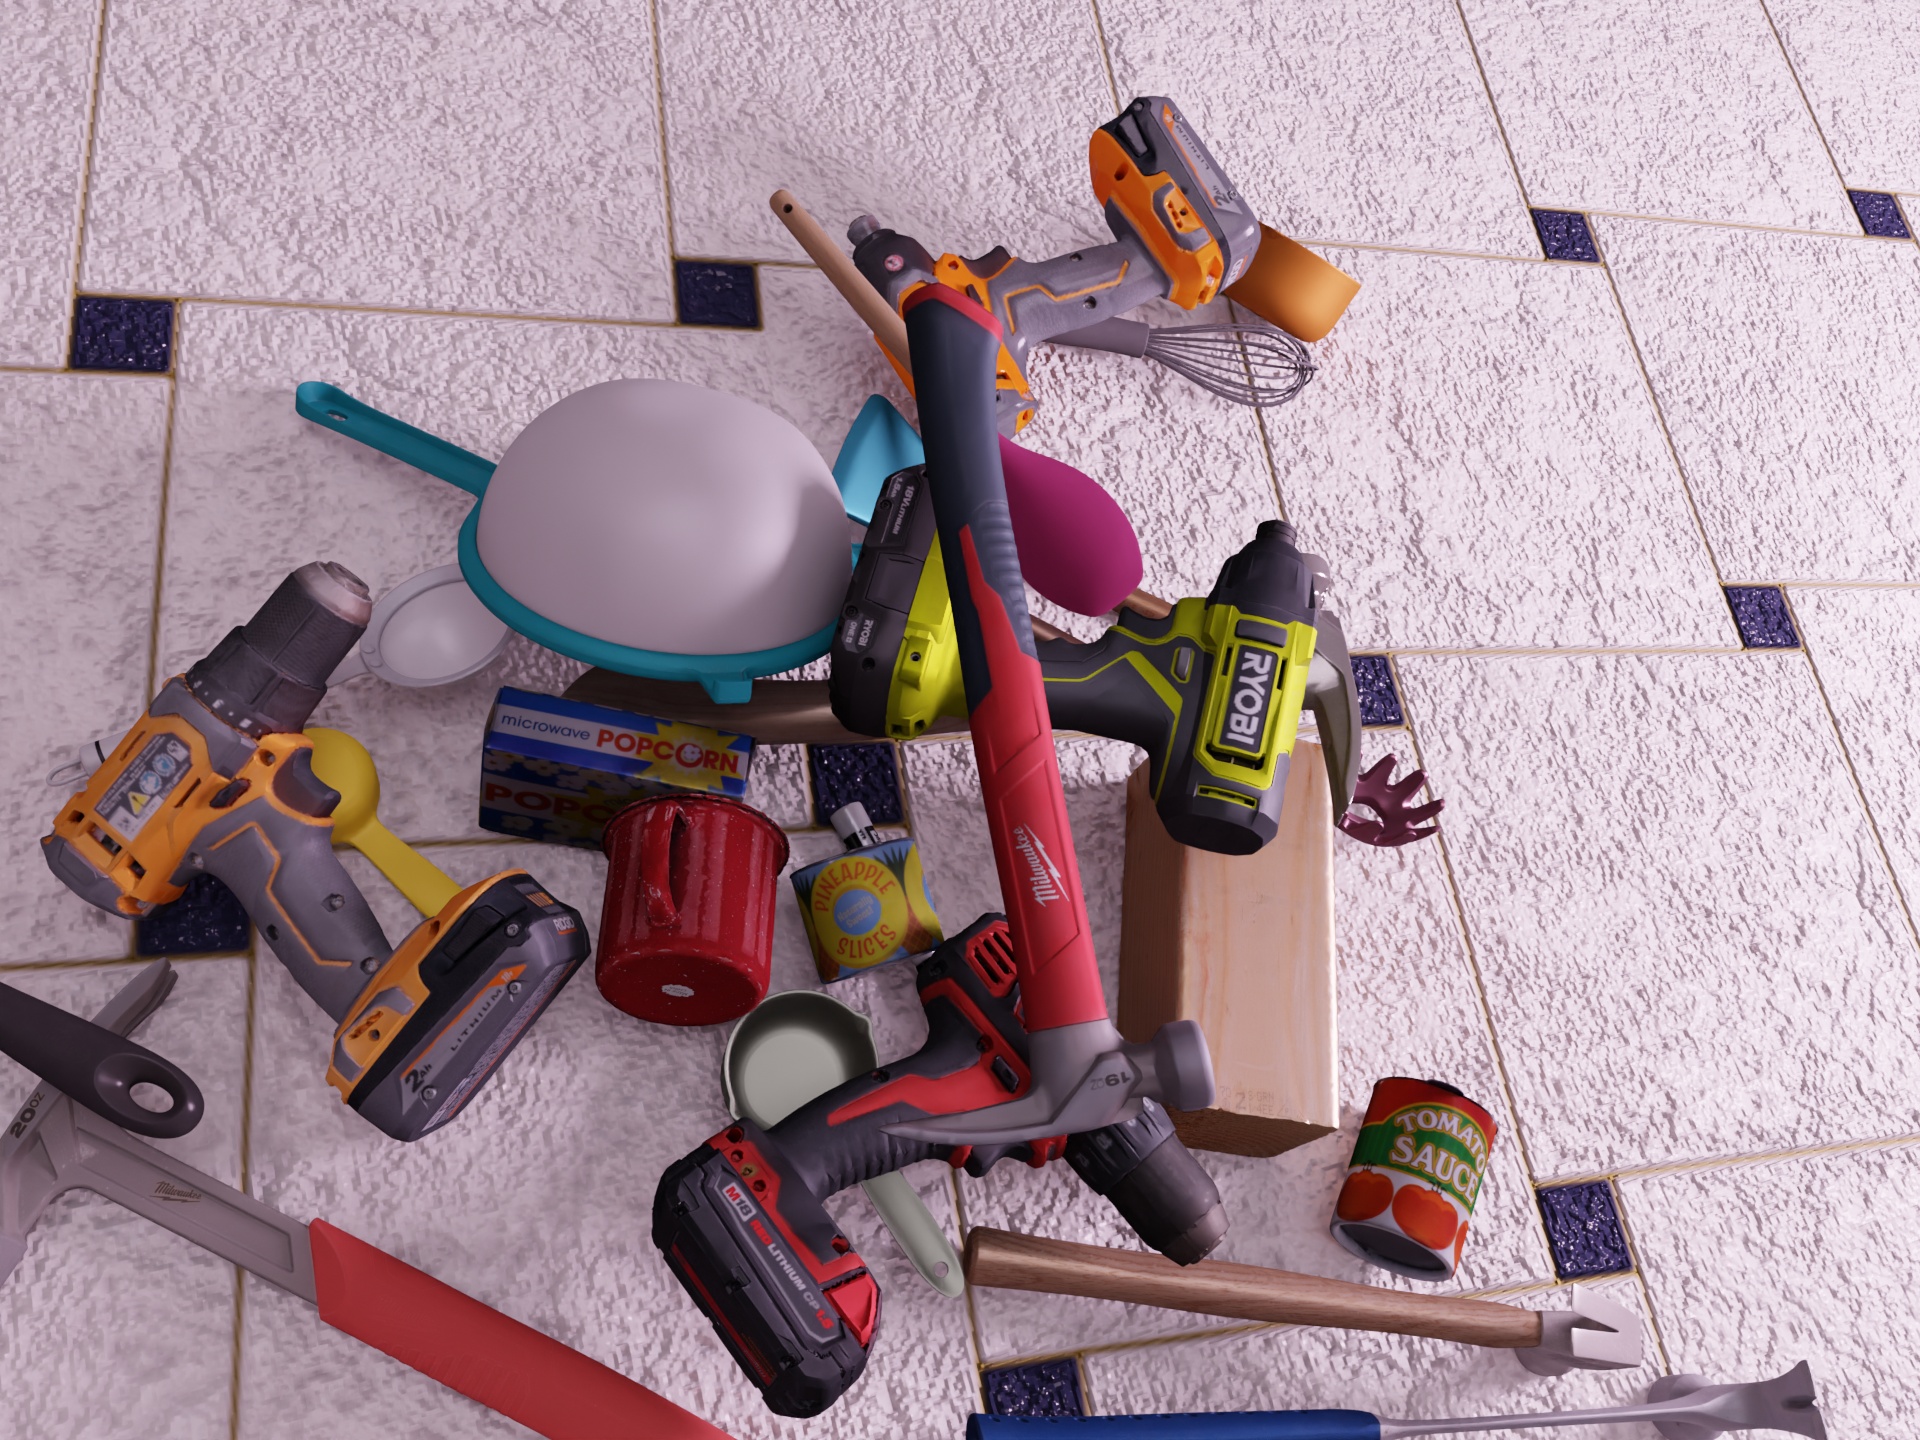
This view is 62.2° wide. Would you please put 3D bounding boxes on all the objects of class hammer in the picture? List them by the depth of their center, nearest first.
[{"bbox_3d":[-0.244,0.249,0.699,0.359,0.036,0.149,28,61,-2],"label":"hammer"},{"bbox_3d":[0.004,-0.011,0.710,0.143,0.038,0.386,-10,78,-2],"label":"hammer"},{"bbox_3d":[0.206,0.334,0.753,0.405,0.144,0.035,1,65,-9],"label":"hammer"},{"bbox_3d":[0.167,0.282,0.774,0.331,0.130,0.031,9,65,-3],"label":"hammer"},{"bbox_3d":[-0.001,-0.003,0.826,0.410,0.038,0.146,-4,65,0],"label":"hammer"}]

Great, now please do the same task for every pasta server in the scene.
[{"bbox_3d":[0.134,-0.009,0.931,0.316,0.040,0.060,29,46,-1],"label":"pasta server"}]

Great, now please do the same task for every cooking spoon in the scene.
[{"bbox_3d":[-0.009,-0.190,0.923,0.069,0.017,0.319,-40,82,4],"label":"cooking spoon"}]

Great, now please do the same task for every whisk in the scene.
[{"bbox_3d":[-0.452,0.100,0.678,0.296,0.073,0.073,28,61,3],"label":"whisk"},{"bbox_3d":[0.118,-0.248,1.036,0.239,0.055,0.055,11,63,-6],"label":"whisk"}]

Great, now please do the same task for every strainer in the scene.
[{"bbox_3d":[-0.323,-0.019,0.800,0.258,0.050,0.087,-23,50,-18],"label":"strainer"},{"bbox_3d":[-0.201,-0.140,0.823,0.340,0.095,0.211,24,34,11],"label":"strainer"}]

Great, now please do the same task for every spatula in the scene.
[{"bbox_3d":[0.072,-0.089,0.946,0.317,0.044,0.082,24,65,-6],"label":"spatula"}]

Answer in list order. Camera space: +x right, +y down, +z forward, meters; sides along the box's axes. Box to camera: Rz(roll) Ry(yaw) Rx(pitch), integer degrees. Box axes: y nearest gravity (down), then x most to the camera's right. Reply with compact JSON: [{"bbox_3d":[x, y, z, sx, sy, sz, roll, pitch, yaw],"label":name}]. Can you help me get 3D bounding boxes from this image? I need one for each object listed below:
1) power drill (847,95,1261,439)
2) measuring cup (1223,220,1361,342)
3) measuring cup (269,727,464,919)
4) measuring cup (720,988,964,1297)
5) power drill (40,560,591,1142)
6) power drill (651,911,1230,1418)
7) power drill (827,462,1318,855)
[{"bbox_3d":[0.049,-0.283,0.976,0.226,0.084,0.164,-33,83,-4],"label":"power drill"},{"bbox_3d":[0.190,-0.313,1.084,0.174,0.052,0.095,41,19,33],"label":"measuring cup"},{"bbox_3d":[-0.279,0.062,0.778,0.156,0.029,0.062,39,61,7],"label":"measuring cup"},{"bbox_3d":[-0.054,0.209,0.774,0.083,0.038,0.168,-32,80,-26],"label":"measuring cup"},{"bbox_3d":[-0.277,0.055,0.724,0.226,0.084,0.185,39,90,5],"label":"power drill"},{"bbox_3d":[-0.003,0.212,0.717,0.227,0.080,0.188,-32,72,-30],"label":"power drill"},{"bbox_3d":[0.060,-0.042,0.783,0.223,0.080,0.171,14,68,4],"label":"power drill"}]
